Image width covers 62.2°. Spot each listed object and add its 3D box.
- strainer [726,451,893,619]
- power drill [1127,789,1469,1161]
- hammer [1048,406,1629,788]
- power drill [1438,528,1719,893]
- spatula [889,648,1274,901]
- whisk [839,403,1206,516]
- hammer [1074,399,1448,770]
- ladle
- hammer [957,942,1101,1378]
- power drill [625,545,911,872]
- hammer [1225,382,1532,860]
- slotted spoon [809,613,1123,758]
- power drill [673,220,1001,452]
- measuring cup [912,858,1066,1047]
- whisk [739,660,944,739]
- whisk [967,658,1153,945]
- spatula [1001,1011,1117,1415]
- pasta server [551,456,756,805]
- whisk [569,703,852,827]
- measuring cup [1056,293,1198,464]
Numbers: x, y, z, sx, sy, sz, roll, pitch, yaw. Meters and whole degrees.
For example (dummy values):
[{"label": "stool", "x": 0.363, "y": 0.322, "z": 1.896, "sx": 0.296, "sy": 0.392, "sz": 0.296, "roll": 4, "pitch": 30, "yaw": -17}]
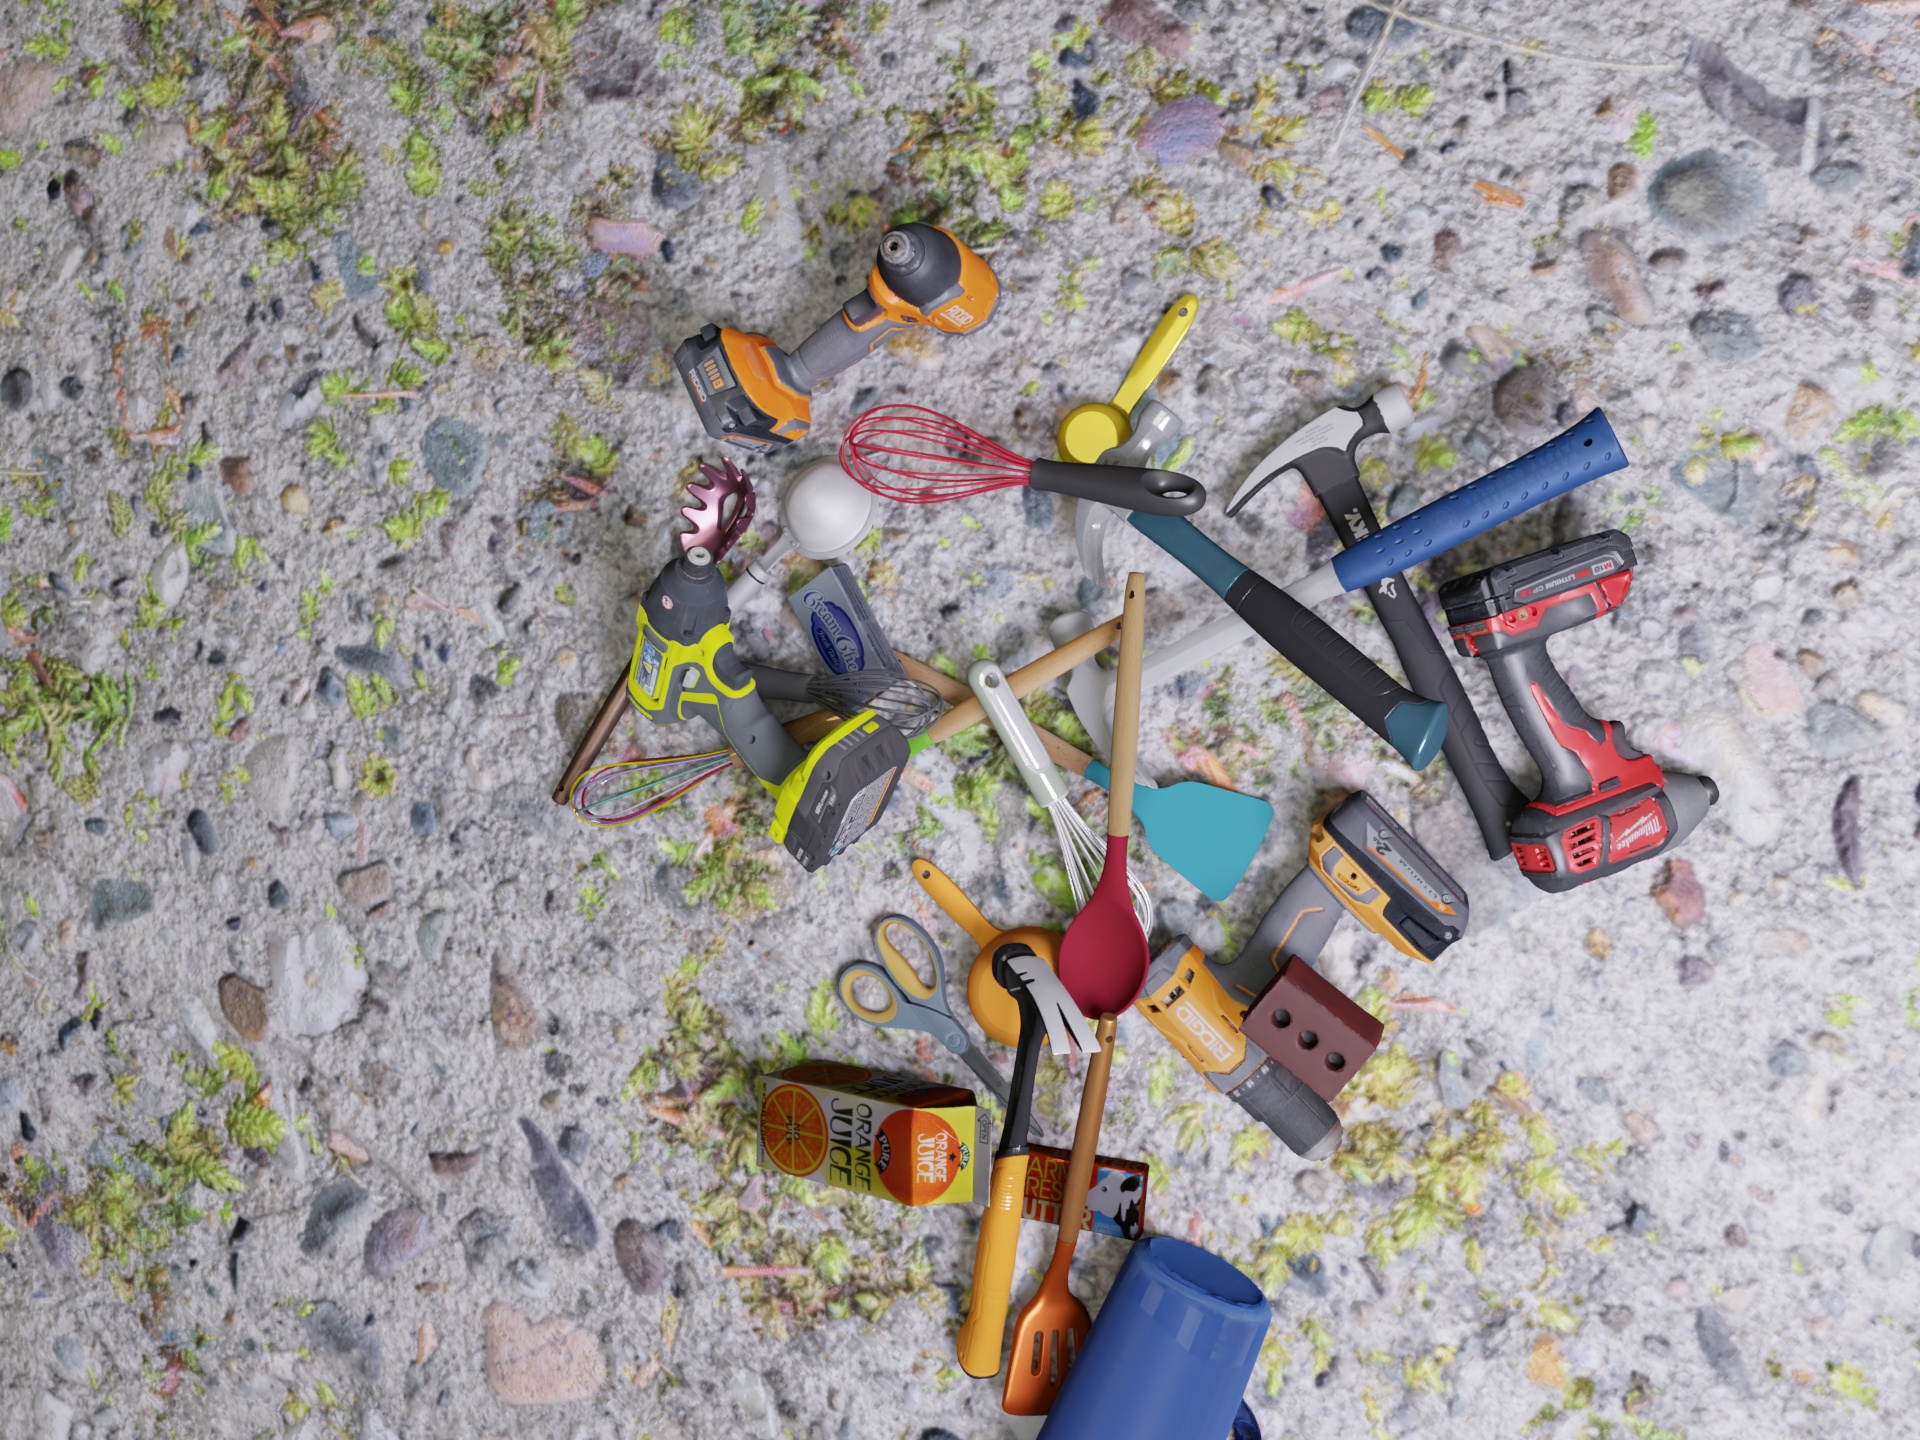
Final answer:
[{"label": "strainer", "x": -0.153, "y": -0.122, "z": 1.245, "sx": 0.258, "sy": 0.050, "sz": 0.087, "roll": -45, "pitch": 64, "yaw": 14}, {"label": "power drill", "x": 0.254, "y": 0.184, "z": 1.117, "sx": 0.226, "sy": 0.084, "sz": 0.185, "roll": -45, "pitch": 82, "yaw": 15}, {"label": "hammer", "x": 0.250, "y": -0.088, "z": 1.082, "sx": 0.405, "sy": 0.035, "sz": 0.144, "roll": -27, "pitch": 68, "yaw": 25}, {"label": "power drill", "x": 0.417, "y": -0.008, "z": 1.063, "sx": 0.143, "sy": 0.078, "sz": 0.219, "roll": -18, "pitch": 90, "yaw": -10}, {"label": "spatula", "x": 0.076, "y": 0.025, "z": 1.193, "sx": 0.318, "sy": 0.044, "sz": 0.082, "roll": 30, "pitch": 99, "yaw": 18}, {"label": "whisk", "x": 0.038, "y": -0.179, "z": 1.145, "sx": 0.296, "sy": 0.073, "sz": 0.073, "roll": 13, "pitch": 94, "yaw": 28}, {"label": "hammer", "x": 0.198, "y": -0.084, "z": 1.069, "sx": 0.128, "sy": 0.033, "sz": 0.331, "roll": -51, "pitch": 56, "yaw": 10}, {"label": "ladle", "x": 0.110, "y": 0.054, "z": 1.109, "sx": 0.069, "sy": 0.031, "sz": 0.315, "roll": 8, "pitch": 100, "yaw": 28}, {"label": "hammer", "x": 0.037, "y": 0.335, "z": 1.136, "sx": 0.034, "sy": 0.127, "sz": 0.336, "roll": 0, "pitch": 111, "yaw": -20}, {"label": "power drill", "x": -0.148, "y": -0.012, "z": 1.156, "sx": 0.223, "sy": 0.080, "sz": 0.171, "roll": 42, "pitch": 141, "yaw": 14}, {"label": "hammer", "x": 0.312, "y": -0.058, "z": 1.121, "sx": 0.146, "sy": 0.035, "sz": 0.335, "roll": -26, "pitch": 84, "yaw": 13}, {"label": "slotted spoon", "x": -0.002, "y": -0.004, "z": 1.184, "sx": 0.314, "sy": 0.031, "sz": 0.070, "roll": -29, "pitch": 82, "yaw": 22}, {"label": "power drill", "x": -0.091, "y": -0.287, "z": 1.165, "sx": 0.226, "sy": 0.164, "sz": 0.084, "roll": -26, "pitch": 84, "yaw": 16}, {"label": "measuring cup", "x": 0.019, "y": 0.170, "z": 1.190, "sx": 0.174, "sy": 0.052, "sz": 0.095, "roll": 46, "pitch": 101, "yaw": 9}, {"label": "whisk", "x": -0.115, "y": -0.021, "z": 1.208, "sx": 0.239, "sy": 0.055, "sz": 0.055, "roll": 9, "pitch": 93, "yaw": 33}, {"label": "whisk", "x": 0.072, "y": 0.063, "z": 1.154, "sx": 0.058, "sy": 0.059, "sz": 0.246, "roll": -33, "pitch": 98, "yaw": -21}, {"label": "spatula", "x": 0.084, "y": 0.358, "z": 1.146, "sx": 0.081, "sy": 0.041, "sz": 0.322, "roll": 2, "pitch": 110, "yaw": -17}, {"label": "pasta server", "x": -0.250, "y": -0.066, "z": 1.272, "sx": 0.060, "sy": 0.040, "sz": 0.316, "roll": 37, "pitch": 100, "yaw": 24}, {"label": "whisk", "x": -0.201, "y": 0.032, "z": 1.257, "sx": 0.245, "sy": 0.051, "sz": 0.047, "roll": -19, "pitch": 80, "yaw": 11}, {"label": "measuring cup", "x": 0.126, "y": -0.248, "z": 1.172, "sx": 0.062, "sy": 0.029, "sz": 0.156, "roll": 36, "pitch": 101, "yaw": 12}]
